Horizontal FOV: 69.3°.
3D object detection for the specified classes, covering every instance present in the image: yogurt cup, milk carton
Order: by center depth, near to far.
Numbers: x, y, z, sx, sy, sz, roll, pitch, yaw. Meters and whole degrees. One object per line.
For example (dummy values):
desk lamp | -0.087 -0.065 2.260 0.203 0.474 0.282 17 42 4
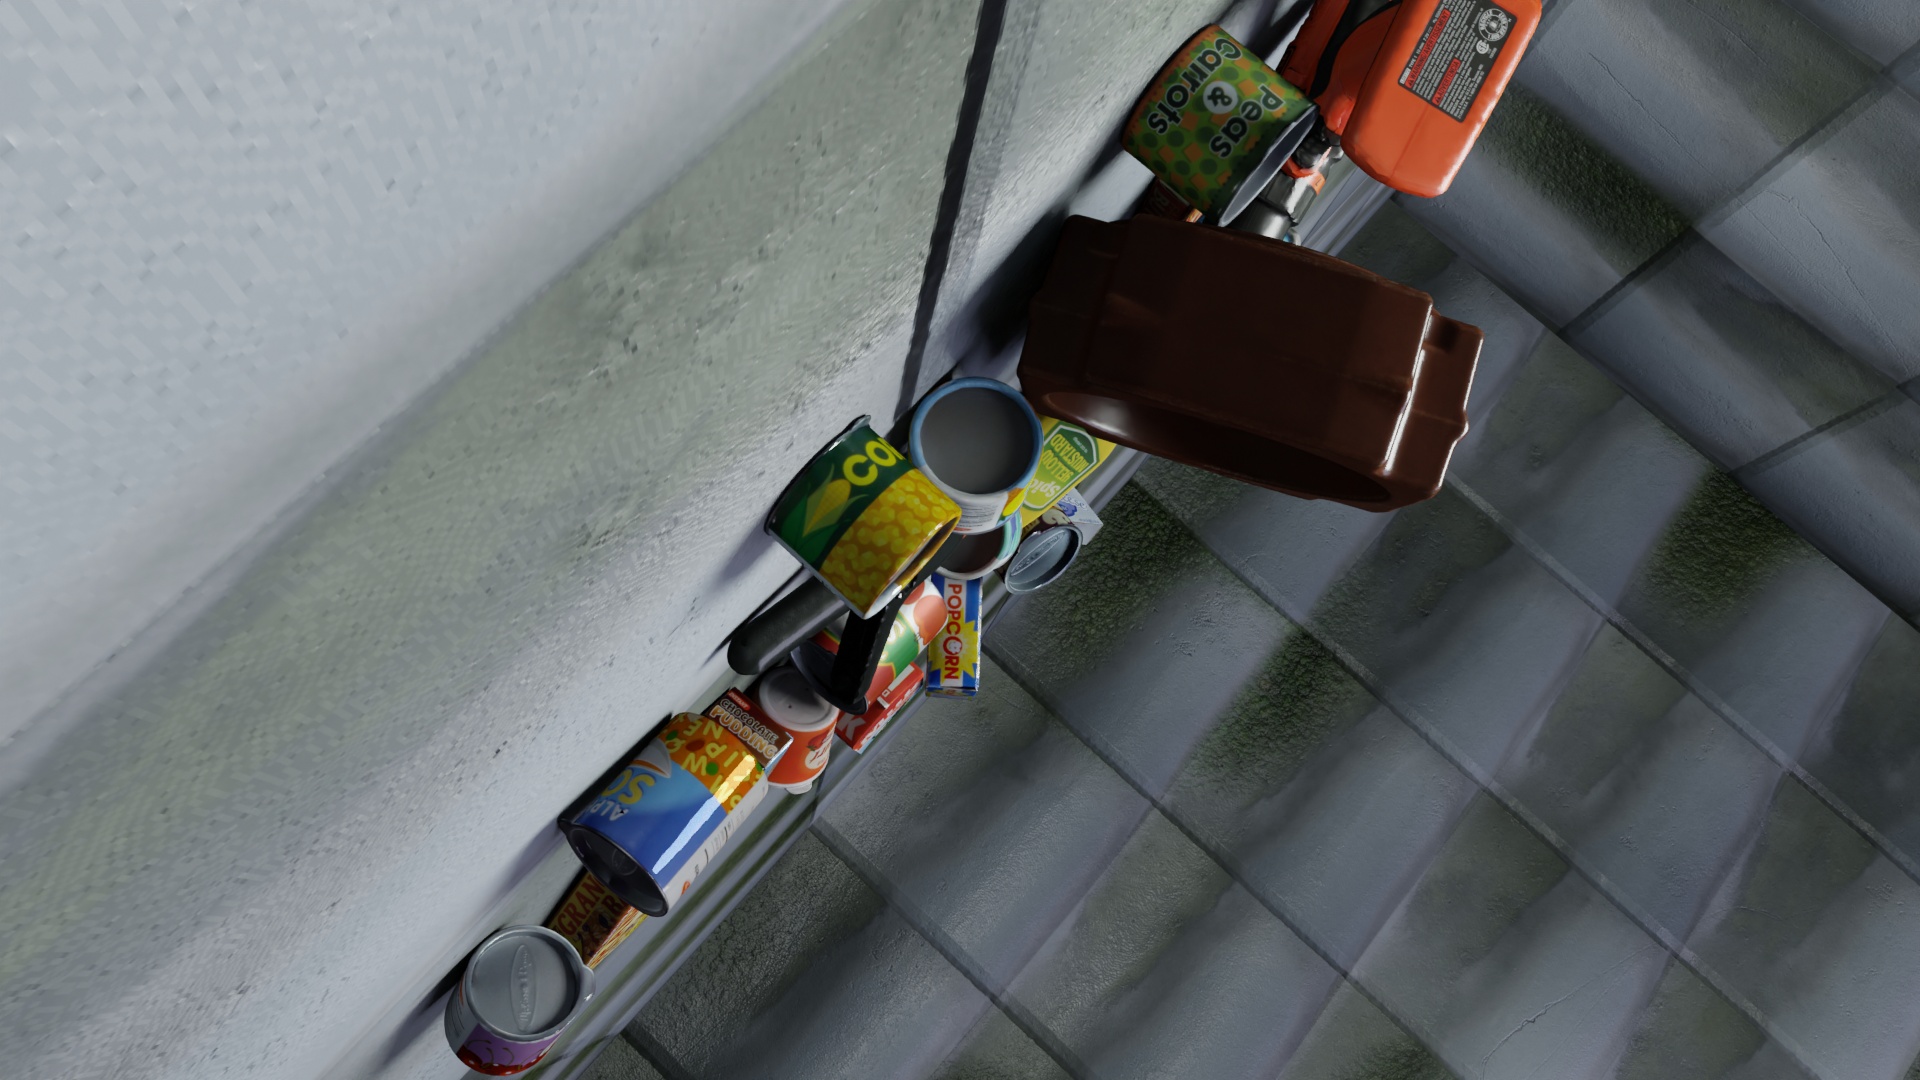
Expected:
yogurt cup | -0.111 0.117 0.896 0.073 0.072 0.053 -41 163 -48
milk carton | -0.076 0.101 0.991 0.073 0.072 0.190 -47 174 -9

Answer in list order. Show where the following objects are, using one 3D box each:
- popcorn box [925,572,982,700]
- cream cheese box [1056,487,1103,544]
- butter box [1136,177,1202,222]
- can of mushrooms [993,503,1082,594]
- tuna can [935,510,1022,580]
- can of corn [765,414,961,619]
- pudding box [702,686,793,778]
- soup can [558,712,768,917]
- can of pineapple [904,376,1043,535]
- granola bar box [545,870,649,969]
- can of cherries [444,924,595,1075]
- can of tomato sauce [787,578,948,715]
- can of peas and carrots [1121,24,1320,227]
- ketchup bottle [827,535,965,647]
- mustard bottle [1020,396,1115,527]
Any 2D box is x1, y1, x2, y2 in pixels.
popcorn box | -0.004 0.050 1.019 0.085 0.038 0.127 103 -11 -78
cream cheese box | 0.055 -0.025 1.029 0.104 0.053 0.024 5 131 -49
butter box | 0.139 -0.208 0.782 0.104 0.024 0.053 -46 173 -25
can of mushrooms | 0.049 0.002 0.972 0.071 0.033 0.070 -26 146 -19
tuna can | 0.003 -0.011 0.888 0.071 0.071 0.033 -50 173 18
can of corn | -0.040 -0.010 0.607 0.071 0.058 0.071 -47 174 -6
pudding box | -0.138 0.130 0.843 0.030 0.050 0.083 -45 173 -37
soup can | -0.152 0.138 0.718 0.084 0.071 0.071 -49 176 -35
can of pineapple | 0.006 -0.043 0.692 0.071 0.071 0.057 -47 173 -15
granola bar box | -0.214 0.221 0.930 0.164 0.039 0.125 -51 174 31
can of cherries | -0.249 0.261 0.784 0.072 0.071 0.058 -41 171 -49
can of tomato sauce | -0.058 0.057 0.873 0.083 0.071 0.071 -46 173 -28
can of peas and carrots | 0.112 -0.180 0.603 0.071 0.059 0.071 -48 173 -7
ketchup bottle | -0.027 -0.002 0.822 0.149 0.043 0.064 -47 173 -7
mustard bottle | 0.036 -0.040 0.926 0.160 0.065 0.049 -46 -144 6
